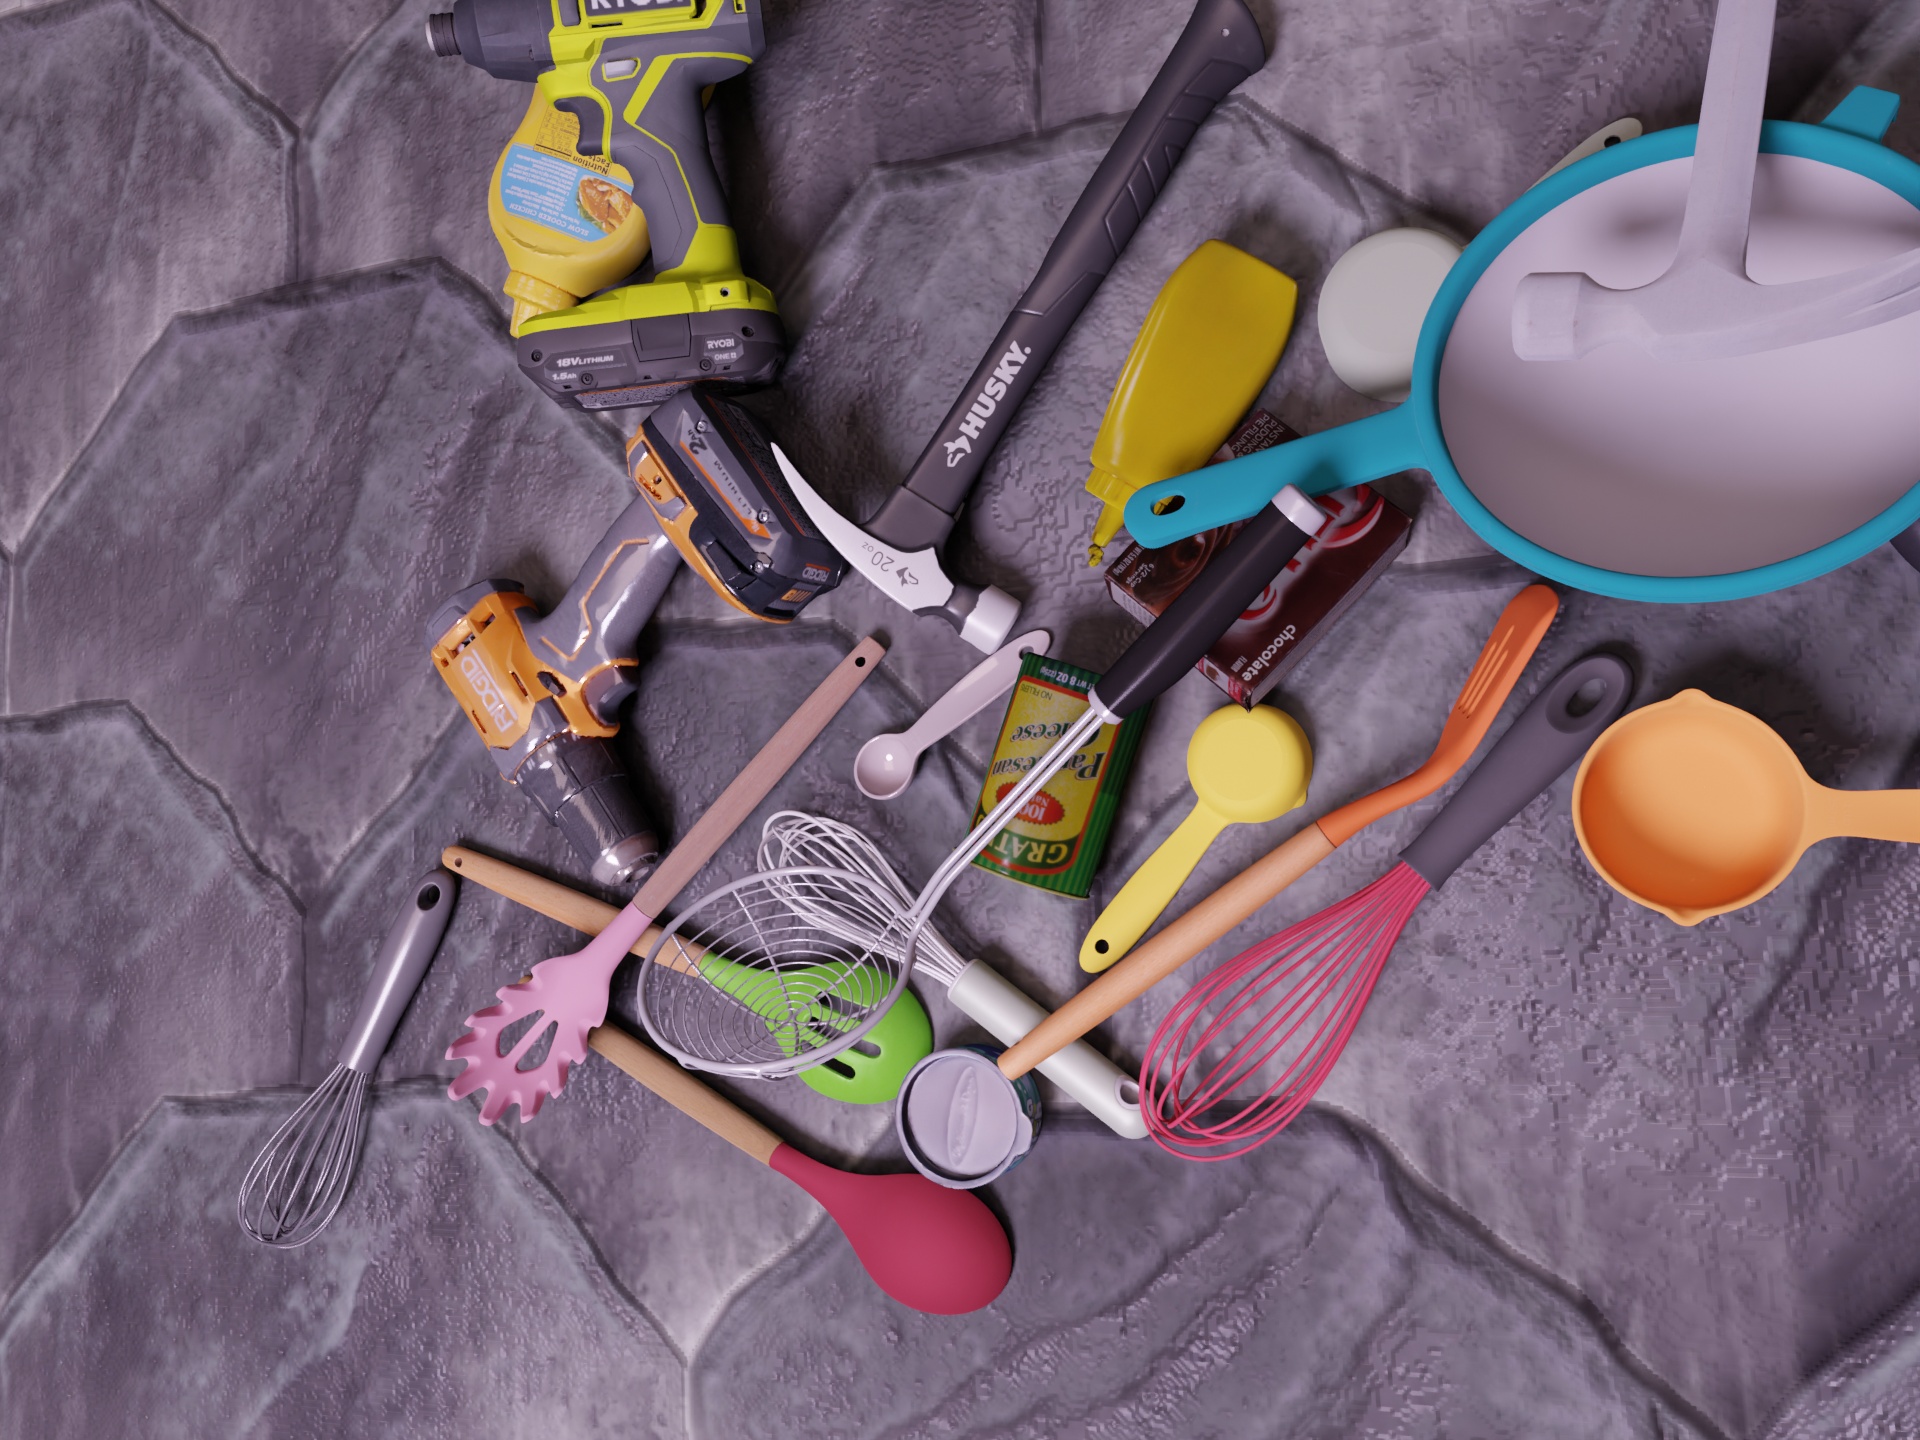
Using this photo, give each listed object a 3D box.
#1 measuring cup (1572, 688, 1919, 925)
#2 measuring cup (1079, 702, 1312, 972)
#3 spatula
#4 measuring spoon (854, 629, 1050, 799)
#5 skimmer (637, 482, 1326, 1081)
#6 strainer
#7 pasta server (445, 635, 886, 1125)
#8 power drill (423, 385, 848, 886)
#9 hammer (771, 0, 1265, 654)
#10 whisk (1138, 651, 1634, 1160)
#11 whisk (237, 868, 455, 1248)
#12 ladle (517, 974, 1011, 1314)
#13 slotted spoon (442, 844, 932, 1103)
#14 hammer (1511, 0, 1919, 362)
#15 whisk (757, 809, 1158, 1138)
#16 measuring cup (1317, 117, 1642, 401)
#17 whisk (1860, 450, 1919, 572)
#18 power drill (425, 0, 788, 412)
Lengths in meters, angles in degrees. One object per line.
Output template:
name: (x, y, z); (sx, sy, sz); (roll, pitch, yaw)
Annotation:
measuring cup: (0.341, 0.038, 0.646); (0.173, 0.052, 0.095); (2, 85, 20)
measuring cup: (0.104, 0.058, 0.747); (0.062, 0.029, 0.156); (40, 97, 20)
spatula: (0.137, 0.058, 0.704); (0.322, 0.081, 0.041); (-39, 91, 14)
measuring spoon: (-0.001, -0.003, 0.807); (0.124, 0.018, 0.034); (-39, 60, 7)
skimmer: (0.002, 0.023, 0.686); (0.363, 0.090, 0.127); (-47, 32, 19)
strainer: (0.242, -0.114, 0.673); (0.340, 0.095, 0.211); (-15, 64, 22)
pasta server: (-0.147, 0.078, 0.821); (0.060, 0.040, 0.316); (41, 91, -4)
power drill: (-0.165, -0.039, 0.840); (0.226, 0.084, 0.185); (-40, 75, 18)
hammer: (0.042, -0.210, 0.779); (0.146, 0.035, 0.335); (32, 93, -3)
whisk: (0.187, 0.081, 0.701); (0.296, 0.073, 0.073); (-47, 71, 5)
whisk: (-0.346, 0.193, 0.907); (0.055, 0.055, 0.239); (25, 90, 22)
ladle: (-0.114, 0.209, 0.823); (0.315, 0.031, 0.069); (26, 100, 23)
slotted spoon: (-0.157, 0.123, 0.848); (0.314, 0.031, 0.070); (19, 92, 23)
hammer: (0.328, -0.325, 0.639); (0.144, 0.035, 0.406); (6, 73, 29)
whisk: (-0.005, 0.123, 0.781); (0.246, 0.058, 0.059); (36, 133, 18)
measuring cup: (0.235, -0.216, 0.717); (0.167, 0.038, 0.083); (-40, 72, 16)
whisk: (0.440, 0.008, 0.610); (0.070, 0.070, 0.285); (-33, 70, 16)
power drill: (-0.178, -0.281, 0.827); (0.171, 0.080, 0.223); (-7, 92, -3)
